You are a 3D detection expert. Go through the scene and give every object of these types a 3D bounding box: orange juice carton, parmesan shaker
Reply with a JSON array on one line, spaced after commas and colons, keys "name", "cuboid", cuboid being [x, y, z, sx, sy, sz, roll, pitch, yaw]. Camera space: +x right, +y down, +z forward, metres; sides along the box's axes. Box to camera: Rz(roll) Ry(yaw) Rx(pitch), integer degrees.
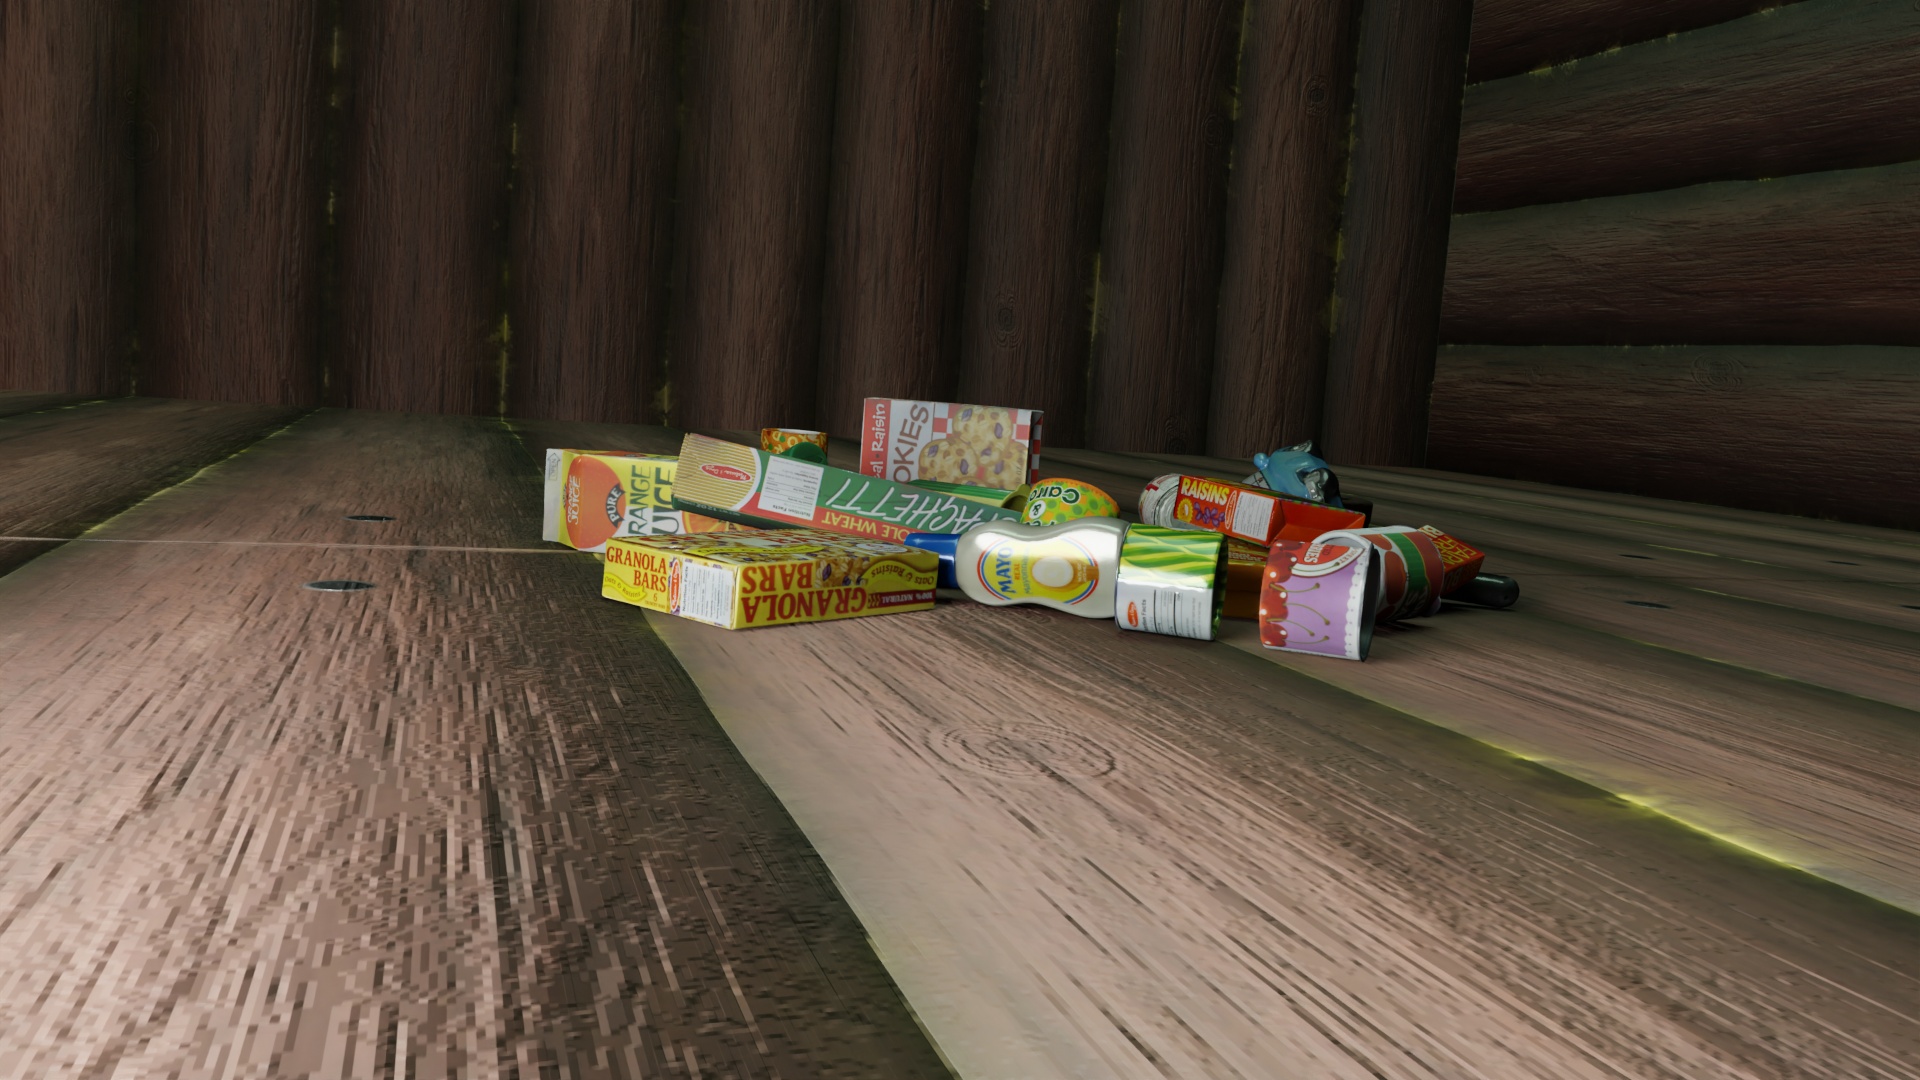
[{"name": "orange juice carton", "cuboid": [-0.219, -0.026, 1.038, 0.193, 0.071, 0.073, 5, 6, 6]}, {"name": "parmesan shaker", "cuboid": [0.004, -0.013, 1.069, 0.103, 0.071, 0.071, 9, 8, 38]}]

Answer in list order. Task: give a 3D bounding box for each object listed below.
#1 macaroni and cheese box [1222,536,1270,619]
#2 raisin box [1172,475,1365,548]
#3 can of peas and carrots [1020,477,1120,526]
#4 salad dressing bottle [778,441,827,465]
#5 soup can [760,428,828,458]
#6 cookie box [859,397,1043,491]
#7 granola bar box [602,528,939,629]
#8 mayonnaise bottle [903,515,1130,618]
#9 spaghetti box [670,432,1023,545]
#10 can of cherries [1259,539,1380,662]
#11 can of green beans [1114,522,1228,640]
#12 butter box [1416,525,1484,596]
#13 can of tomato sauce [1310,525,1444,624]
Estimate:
[{"name": "macaroni and cheese box", "cuboid": [0.173, 0.022, 1.004, 0.124, 0.040, 0.167, 6, 7, 7]}, {"name": "raisin box", "cuboid": [0.232, -0.019, 1.059, 0.086, 0.040, 0.123, 7, 7, -26]}, {"name": "can of peas and carrots", "cuboid": [0.070, -0.003, 0.955, 0.071, 0.059, 0.070, 16, -26, 8]}, {"name": "salad dressing bottle", "cuboid": [-0.164, -0.048, 1.185, 0.064, 0.044, 0.147, -18, -1, -38]}, {"name": "soup can", "cuboid": [-0.164, -0.065, 1.355, 0.071, 0.083, 0.071, 4, 7, 0]}, {"name": "cookie box", "cuboid": [-0.011, -0.066, 1.287, 0.167, 0.122, 0.040, 7, 5, 22]}, {"name": "granola bar box", "cuboid": [-0.114, 0.019, 0.851, 0.124, 0.039, 0.166, 9, 8, 40]}, {"name": "mayonnaise bottle", "cuboid": [0.036, 0.015, 0.900, 0.148, 0.064, 0.041, 2, 13, 16]}, {"name": "spaghetti box", "cuboid": [-0.075, -0.020, 0.975, 0.250, 0.050, 0.028, 13, -21, -8]}, {"name": "can of cherries", "cuboid": [0.210, 0.032, 0.809, 0.058, 0.071, 0.071, 7, 7, 24]}, {"name": "can of green beans", "cuboid": [0.128, 0.024, 0.841, 0.058, 0.071, 0.071, 6, 7, 18]}, {"name": "butter box", "cuboid": [0.339, 0.021, 1.034, 0.104, 0.024, 0.053, -18, 38, -37]}, {"name": "can of tomato sauce", "cuboid": [0.279, 0.026, 0.941, 0.071, 0.071, 0.083, 10, 9, 44]}]
